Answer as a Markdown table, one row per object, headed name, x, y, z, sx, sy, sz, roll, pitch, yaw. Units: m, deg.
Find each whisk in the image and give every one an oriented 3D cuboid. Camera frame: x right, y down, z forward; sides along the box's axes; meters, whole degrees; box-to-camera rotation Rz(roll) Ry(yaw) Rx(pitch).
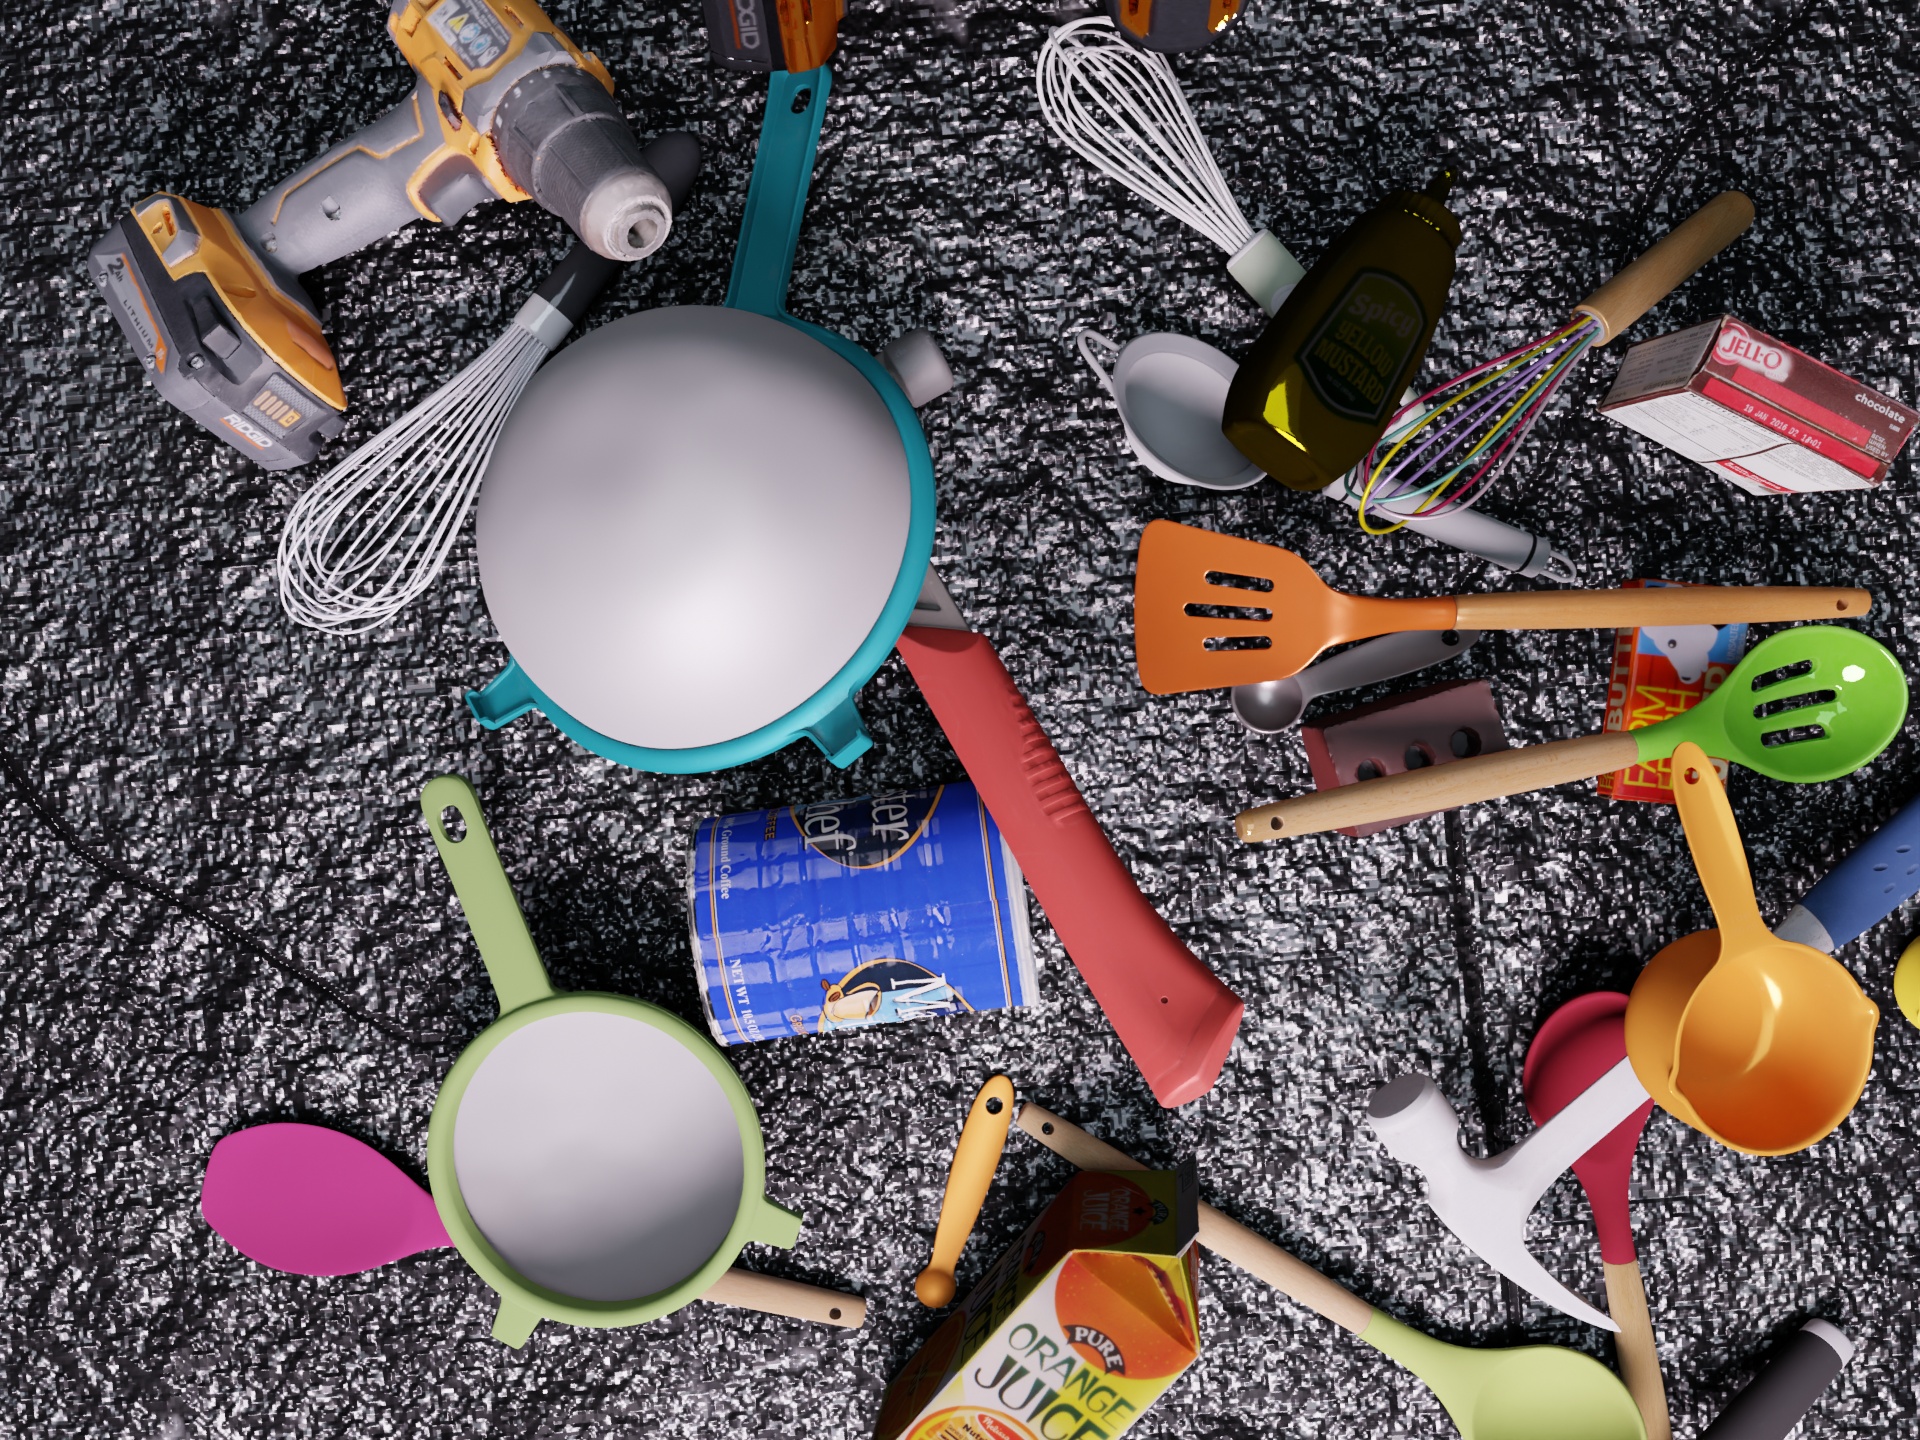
| name | x | y | z | sx | sy | sz | roll | pitch | yaw |
| --- | --- | --- | --- | --- | --- | --- | --- | --- | --- |
| whisk | 0.264 | -0.161 | 0.709 | 0.245 | 0.051 | 0.047 | -38 | 115 | -12 |
| whisk | 0.125 | -0.220 | 0.720 | 0.246 | 0.059 | 0.058 | 46 | 119 | -6 |
| whisk | -0.210 | -0.156 | 0.724 | 0.070 | 0.070 | 0.284 | 38 | 87 | -1 |

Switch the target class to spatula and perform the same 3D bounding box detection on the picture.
| name | x | y | z | sx | sy | sz | roll | pitch | yaw |
| --- | --- | --- | --- | --- | --- | --- | --- | --- | --- |
| spatula | 0.241 | -0.051 | 0.713 | 0.322 | 0.041 | 0.081 | -1 | 103 | -1 |

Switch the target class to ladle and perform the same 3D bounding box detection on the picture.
| name | x | y | z | sx | sy | sz | roll | pitch | yaw |
| --- | --- | --- | --- | --- | --- | --- | --- | --- | --- |
| ladle | 0.167 | 0.264 | 0.732 | 0.320 | 0.062 | 0.078 | 31 | 79 | 2 |
| ladle | 0.315 | 0.277 | 0.745 | 0.069 | 0.031 | 0.315 | -12 | 94 | -4 |

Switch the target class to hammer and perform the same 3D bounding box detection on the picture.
| name | x | y | z | sx | sy | sz | roll | pitch | yaw |
| --- | --- | --- | --- | --- | --- | --- | --- | --- | --- |
| hammer | -0.001 | -0.002 | 0.658 | 0.149 | 0.036 | 0.359 | -30 | 65 | 2 |
| hammer | 0.377 | 0.104 | 0.713 | 0.405 | 0.035 | 0.144 | -38 | 98 | -5 |

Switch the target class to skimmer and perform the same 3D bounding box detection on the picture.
| name | x | y | z | sx | sy | sz | roll | pitch | yaw |
| --- | --- | --- | --- | --- | --- | --- | --- | --- | --- |
| skimmer | 0.289 | 0.413 | 0.685 | 0.363 | 0.127 | 0.090 | -36 | 88 | -20 |

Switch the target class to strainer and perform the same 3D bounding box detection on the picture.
| name | x | y | z | sx | sy | sz | roll | pitch | yaw |
| --- | --- | --- | --- | --- | --- | --- | --- | --- | --- |
| strainer | -0.112 | -0.152 | 0.667 | 0.211 | 0.095 | 0.340 | 6 | 78 | 22 |
| strainer | -0.178 | 0.142 | 0.723 | 0.151 | 0.069 | 0.256 | -22 | 91 | 6 |
| strainer | 0.165 | -0.111 | 0.726 | 0.258 | 0.050 | 0.087 | 21 | 56 | -6 |

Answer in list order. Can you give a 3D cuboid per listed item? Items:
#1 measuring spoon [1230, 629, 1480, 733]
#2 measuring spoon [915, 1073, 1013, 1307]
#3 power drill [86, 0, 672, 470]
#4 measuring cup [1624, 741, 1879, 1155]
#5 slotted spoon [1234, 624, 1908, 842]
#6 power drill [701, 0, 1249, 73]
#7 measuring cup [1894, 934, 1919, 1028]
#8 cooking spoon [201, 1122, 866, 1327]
| name | x | y | z | sx | sy | sz | roll | pitch | yaw |
| --- | --- | --- | --- | --- | --- | --- | --- | --- | --- |
| measuring spoon | 0.184 | -0.022 | 0.744 | 0.124 | 0.018 | 0.034 | -18 | 74 | -5 |
| measuring spoon | 0.003 | 0.224 | 0.753 | 0.021 | 0.011 | 0.117 | 18 | 92 | 0 |
| power drill | -0.240 | -0.209 | 0.680 | 0.226 | 0.084 | 0.185 | -40 | 64 | 1 |
| measuring cup | 0.310 | 0.090 | 0.659 | 0.095 | 0.052 | 0.173 | -18 | 94 | -7 |
| slotted spoon | 0.266 | 0.015 | 0.689 | 0.313 | 0.031 | 0.070 | -11 | 93 | -11 |
| power drill | 0.003 | -0.358 | 0.687 | 0.226 | 0.084 | 0.164 | -3 | 59 | 0 |
| measuring cup | 0.482 | 0.164 | 0.745 | 0.062 | 0.029 | 0.156 | -26 | 103 | 1 |
| cooking spoon | -0.201 | 0.248 | 0.752 | 0.319 | 0.017 | 0.069 | 12 | 86 | 1 |
